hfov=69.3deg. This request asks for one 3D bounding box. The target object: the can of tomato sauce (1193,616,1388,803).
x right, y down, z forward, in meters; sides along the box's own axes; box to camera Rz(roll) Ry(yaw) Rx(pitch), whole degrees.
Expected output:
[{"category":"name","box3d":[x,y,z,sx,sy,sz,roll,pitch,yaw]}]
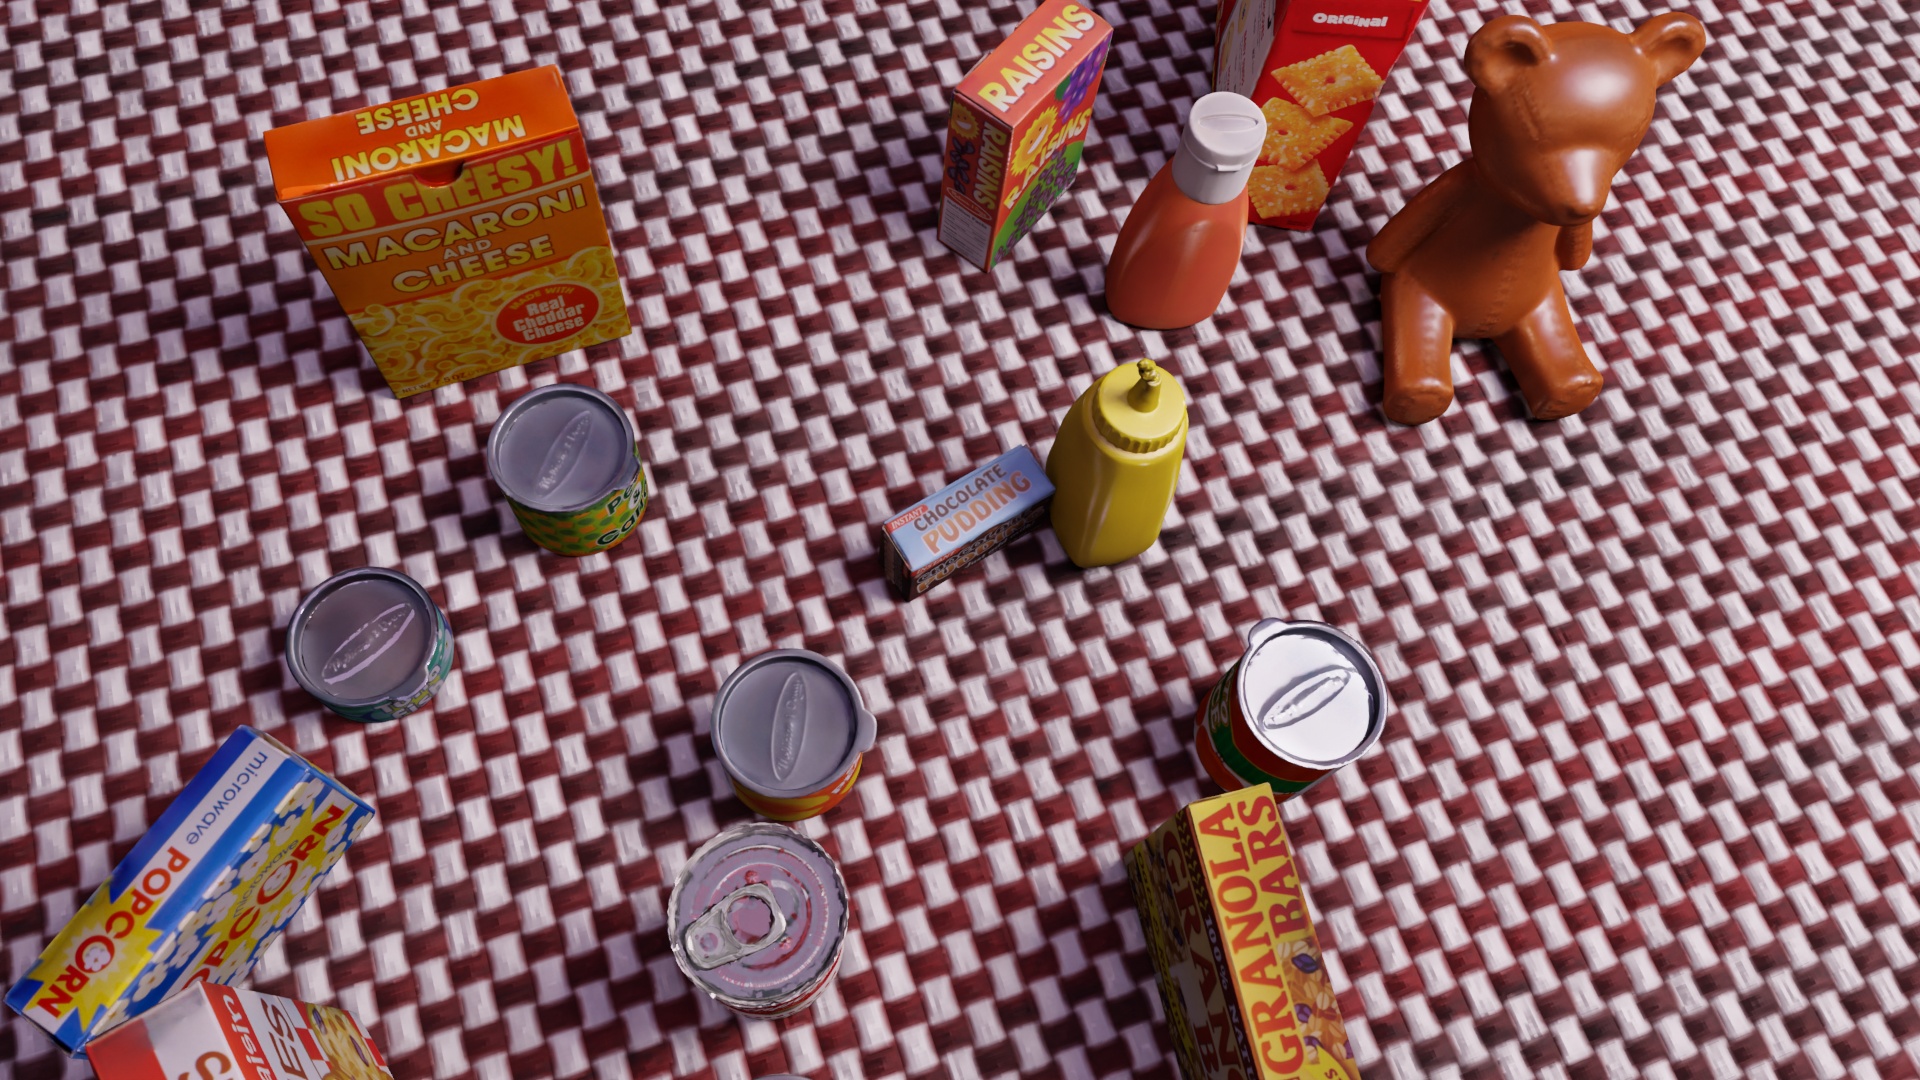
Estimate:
[{"category":"can of tomato sauce","box3d":[0.146,0.079,0.633,0.071,0.082,0.071,2,68,-5]}]

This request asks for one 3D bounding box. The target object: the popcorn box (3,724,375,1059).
[{"category":"popcorn box","box3d":[-0.304,0.144,0.562,0.038,0.085,0.127,31,68,7]}]

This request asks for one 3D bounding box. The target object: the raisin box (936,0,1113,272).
[{"category":"raisin box","box3d":[0.031,-0.209,0.720,0.040,0.123,0.086,38,69,10]}]

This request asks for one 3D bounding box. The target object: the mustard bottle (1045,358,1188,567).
[{"category":"mustard bottle","box3d":[0.074,-0.040,0.634,0.049,0.159,0.065,-14,70,-11]}]

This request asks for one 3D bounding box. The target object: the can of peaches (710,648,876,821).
[{"category":"can of peaches","box3d":[-0.074,0.089,0.622,0.071,0.058,0.071,2,68,-5]}]

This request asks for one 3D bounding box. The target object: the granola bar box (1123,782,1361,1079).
[{"category":"granola bar box","box3d":[0.115,0.194,0.560,0.039,0.123,0.166,-10,69,-9]}]

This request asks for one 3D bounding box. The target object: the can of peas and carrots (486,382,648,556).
[{"category":"can of peas and carrots","box3d":[-0.183,-0.032,0.661,0.071,0.058,0.071,2,68,-5]}]

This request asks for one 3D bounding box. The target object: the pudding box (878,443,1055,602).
[{"category":"pudding box","box3d":[0.002,-0.008,0.674,0.084,0.049,0.030,-30,74,-16]}]

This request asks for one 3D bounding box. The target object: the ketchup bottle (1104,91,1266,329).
[{"category":"ketchup bottle","box3d":[0.115,-0.161,0.695,0.065,0.148,0.044,-2,68,-6]}]

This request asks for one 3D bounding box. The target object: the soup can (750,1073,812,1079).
[{"category":"soup can","box3d":[-0.072,0.247,0.542,0.071,0.083,0.071,2,68,-5]}]

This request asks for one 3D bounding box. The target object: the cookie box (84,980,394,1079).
[{"category":"cookie box","box3d":[-0.229,0.225,0.491,0.040,0.166,0.123,-32,74,-16]}]

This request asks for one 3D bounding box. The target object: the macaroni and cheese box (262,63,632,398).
[{"category":"macaroni and cheese box","box3d":[-0.226,-0.136,0.642,0.124,0.165,0.040,-18,71,-12]}]

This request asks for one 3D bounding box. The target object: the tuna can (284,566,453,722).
[{"category":"tuna can","box3d":[-0.266,0.050,0.633,0.071,0.032,0.071,2,67,-5]}]
